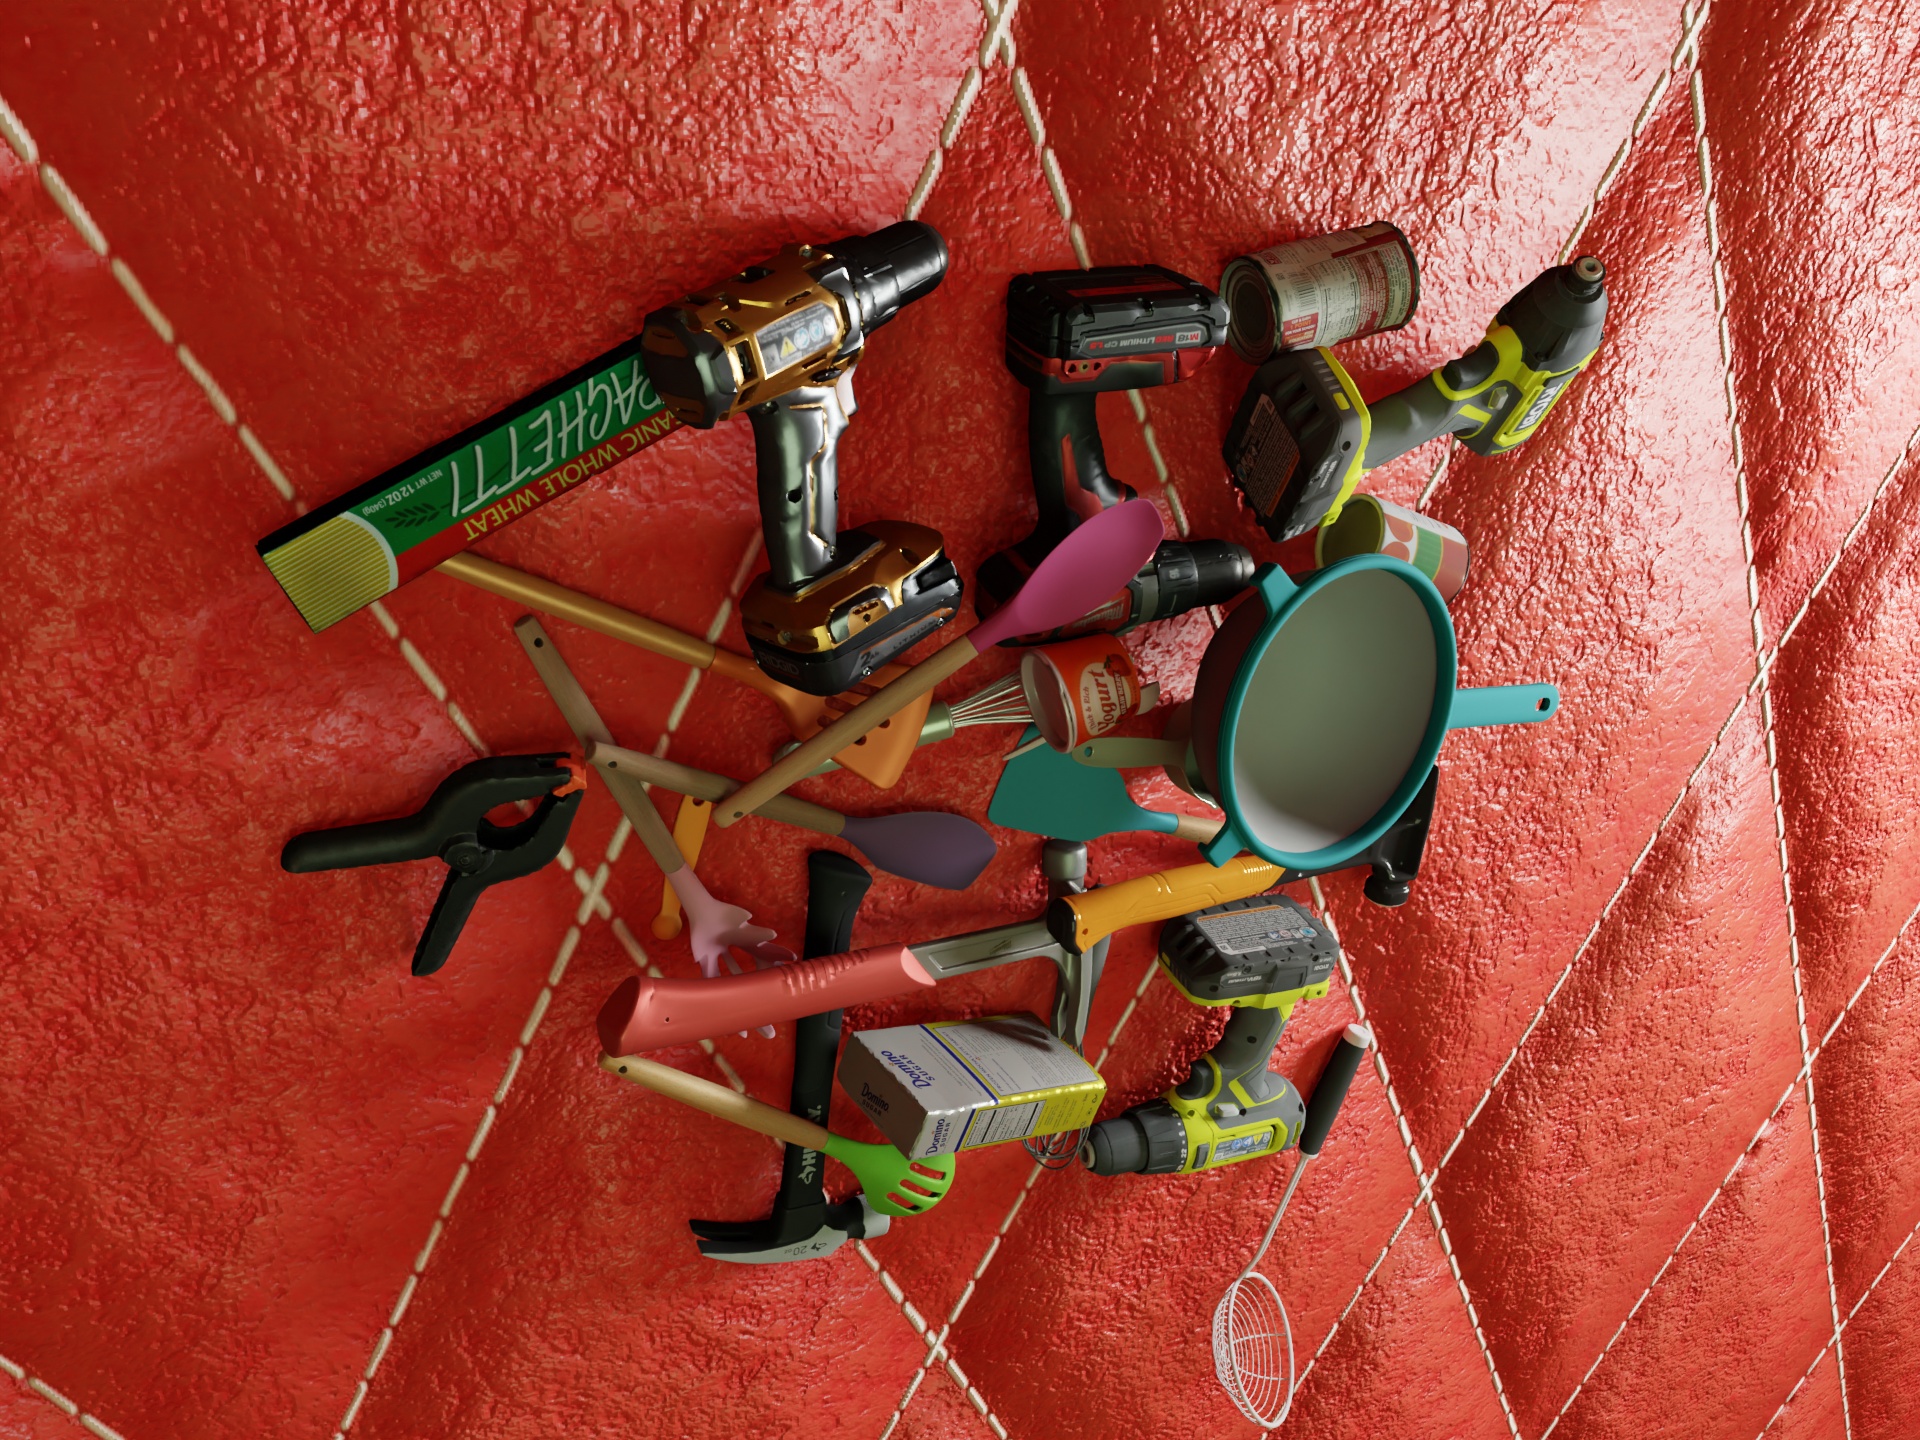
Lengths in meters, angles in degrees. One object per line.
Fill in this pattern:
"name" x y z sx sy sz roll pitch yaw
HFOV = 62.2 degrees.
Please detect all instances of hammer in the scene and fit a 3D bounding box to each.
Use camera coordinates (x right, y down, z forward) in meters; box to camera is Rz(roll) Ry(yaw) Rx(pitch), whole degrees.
"hammer" -0.060 0.174 1.030 0.359 0.037 0.149 -7 104 -35
"hammer" 0.209 0.106 1.148 0.336 0.034 0.127 -10 120 -29
"hammer" -0.106 0.239 1.098 0.146 0.035 0.334 -5 117 -25

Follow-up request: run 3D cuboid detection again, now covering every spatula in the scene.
"spatula" 0.165 0.072 1.152 0.317 0.044 0.082 14 107 -36
"spatula" -0.095 0.058 1.000 0.315 0.018 0.059 20 116 -39
"spatula" -0.163 -0.043 0.915 0.322 0.041 0.081 21 92 -32

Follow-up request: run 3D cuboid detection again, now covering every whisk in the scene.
"whisk" 0.084 0.229 1.181 0.055 0.055 0.239 -1 112 -26
"whisk" -0.002 -0.003 1.016 0.246 0.058 0.059 -16 154 -13

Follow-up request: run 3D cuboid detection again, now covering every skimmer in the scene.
"skimmer" 0.304 0.437 1.372 0.127 0.090 0.363 -11 123 -59

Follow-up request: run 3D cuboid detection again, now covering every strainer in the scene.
"strainer" 0.274 -0.018 1.087 0.340 0.095 0.211 -3 109 -36

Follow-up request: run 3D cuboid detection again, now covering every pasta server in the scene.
"pasta server" -0.181 0.069 0.959 0.060 0.040 0.316 -39 123 -23

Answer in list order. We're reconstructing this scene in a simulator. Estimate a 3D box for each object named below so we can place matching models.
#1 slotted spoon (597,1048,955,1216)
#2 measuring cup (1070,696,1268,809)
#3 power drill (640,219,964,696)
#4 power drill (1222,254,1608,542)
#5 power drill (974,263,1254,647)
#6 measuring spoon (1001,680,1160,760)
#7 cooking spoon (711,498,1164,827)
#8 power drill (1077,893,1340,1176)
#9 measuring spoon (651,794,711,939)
"slotted spoon" -0.115 0.278 1.077 0.313 0.031 0.070 32 96 -35
"measuring cup" 0.136 0.017 1.087 0.167 0.038 0.083 1 105 -31
"power drill" -0.063 -0.151 0.875 0.185 0.084 0.226 -36 128 -31
"power drill" 0.288 -0.205 0.993 0.223 0.080 0.171 -22 161 -12
"power drill" 0.105 -0.154 0.969 0.188 0.080 0.226 -10 122 -21
"measuring spoon" 0.082 0.005 1.058 0.124 0.034 0.018 -25 93 -19
"cooking spoon" -0.015 -0.031 0.940 0.319 0.017 0.068 -35 141 2
"power drill" 0.192 0.256 1.230 0.190 0.080 0.228 -5 120 -24
"measuring spoon" -0.173 0.089 0.998 0.021 0.011 0.117 6 113 -29
